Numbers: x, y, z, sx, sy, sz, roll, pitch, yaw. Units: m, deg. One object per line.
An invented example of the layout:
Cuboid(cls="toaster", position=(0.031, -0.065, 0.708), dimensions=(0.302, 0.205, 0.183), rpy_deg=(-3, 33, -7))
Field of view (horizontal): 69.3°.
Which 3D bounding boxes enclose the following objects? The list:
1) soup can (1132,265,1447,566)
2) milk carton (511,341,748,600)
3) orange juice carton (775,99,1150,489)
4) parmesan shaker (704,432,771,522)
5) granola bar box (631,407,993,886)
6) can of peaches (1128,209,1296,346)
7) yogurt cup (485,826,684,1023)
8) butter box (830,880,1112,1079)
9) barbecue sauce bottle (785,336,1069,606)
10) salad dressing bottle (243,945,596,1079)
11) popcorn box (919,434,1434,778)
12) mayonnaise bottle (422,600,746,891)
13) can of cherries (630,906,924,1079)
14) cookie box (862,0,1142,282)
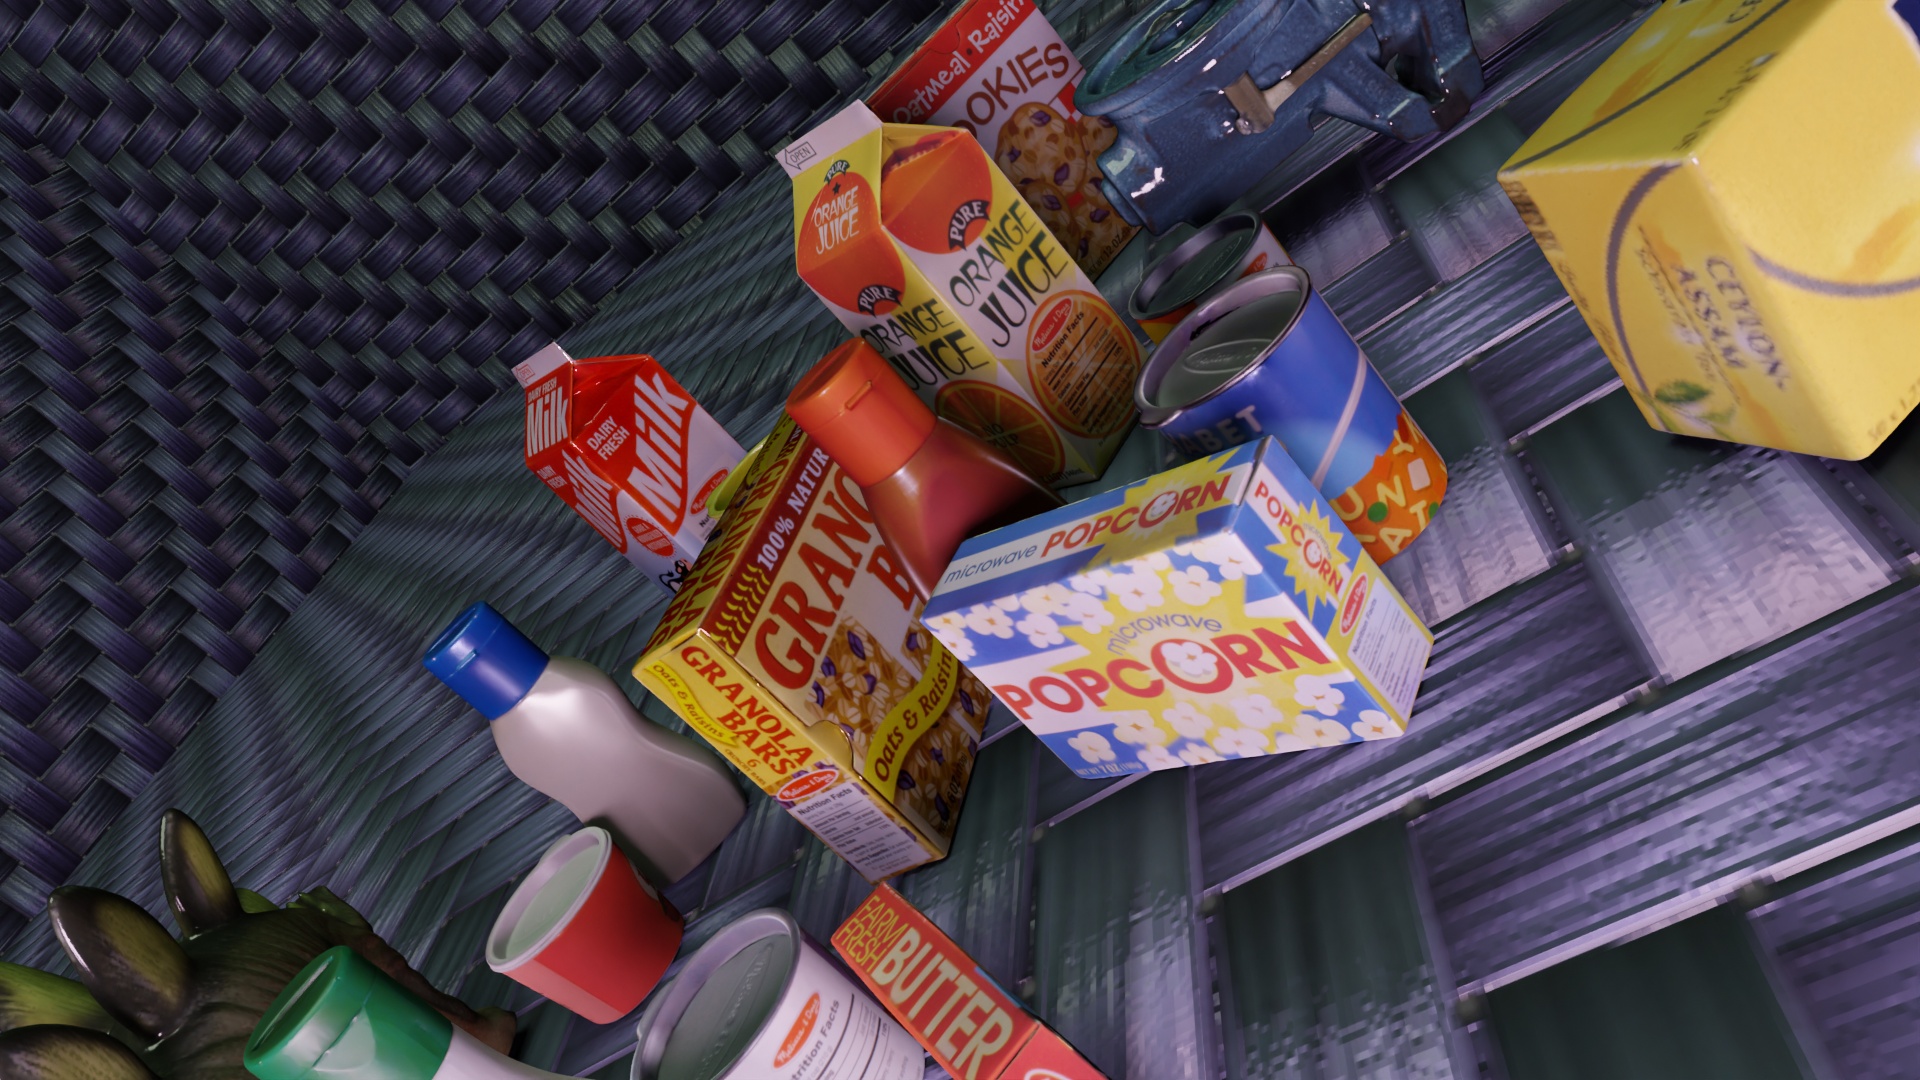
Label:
Cuboid(cls="soup can", position=(0.105, -0.034, 0.448), dimensions=(0.071, 0.083, 0.072), rpy_deg=(-36, 22, 18))
Cuboid(cls="milk carton", position=(-0.173, -0.036, 0.792), dimensions=(0.072, 0.190, 0.074), rpy_deg=(-13, 36, 52))
Cuboid(cls="orange juice carton", position=(-0.001, -0.113, 0.632), dimensions=(0.071, 0.192, 0.073), rpy_deg=(-12, 37, 54))
Cuboid(cls="parmesan shaker", position=(-0.058, 0.001, 0.643), dimensions=(0.071, 0.103, 0.071), rpy_deg=(-36, 22, 18))
Cuboid(cls="granola bar box", position=(-0.038, 0.026, 0.531), dimensions=(0.039, 0.124, 0.166), rpy_deg=(-29, 25, 33))
Cuboid(cls="can of peaches", position=(0.113, -0.095, 0.584), dimensions=(0.071, 0.058, 0.071), rpy_deg=(-36, 22, 18))
Cuboid(cls="yogurt cup", position=(-0.152, 0.161, 0.574), dimensions=(0.072, 0.054, 0.073), rpy_deg=(-36, 22, 18))
Cuboid(cls="butter box", position=(0.006, 0.128, 0.362), dimensions=(0.024, 0.053, 0.103), rpy_deg=(-48, 22, -13))
Cuboid(cls="barbecue sauce bottle", position=(0.002, -0.006, 0.488), dimensions=(0.065, 0.148, 0.044), rpy_deg=(-47, 21, -9))
Cuboid(cls="salad dressing bottle", position=(-0.126, 0.170, 0.385), dimensions=(0.044, 0.147, 0.064), rpy_deg=(-9, 39, 55))
Cuboid(cls="popcorn box", position=(0.060, 0.026, 0.413), dimensions=(0.126, 0.085, 0.038), rpy_deg=(-19, 32, 46))
Cuboid(cls="mayonnaise bottle", position=(-0.164, 0.087, 0.605), dimensions=(0.065, 0.148, 0.041), rpy_deg=(-43, 21, 0))
Cuboid(cls="can of cherries", position=(-0.055, 0.153, 0.413), dimensions=(0.071, 0.058, 0.072), rpy_deg=(-36, 22, 18))
Cuboid(cls="cookie box", position=(0.034, -0.228, 0.819), dimensions=(0.123, 0.167, 0.040), rpy_deg=(-50, 22, -15))
